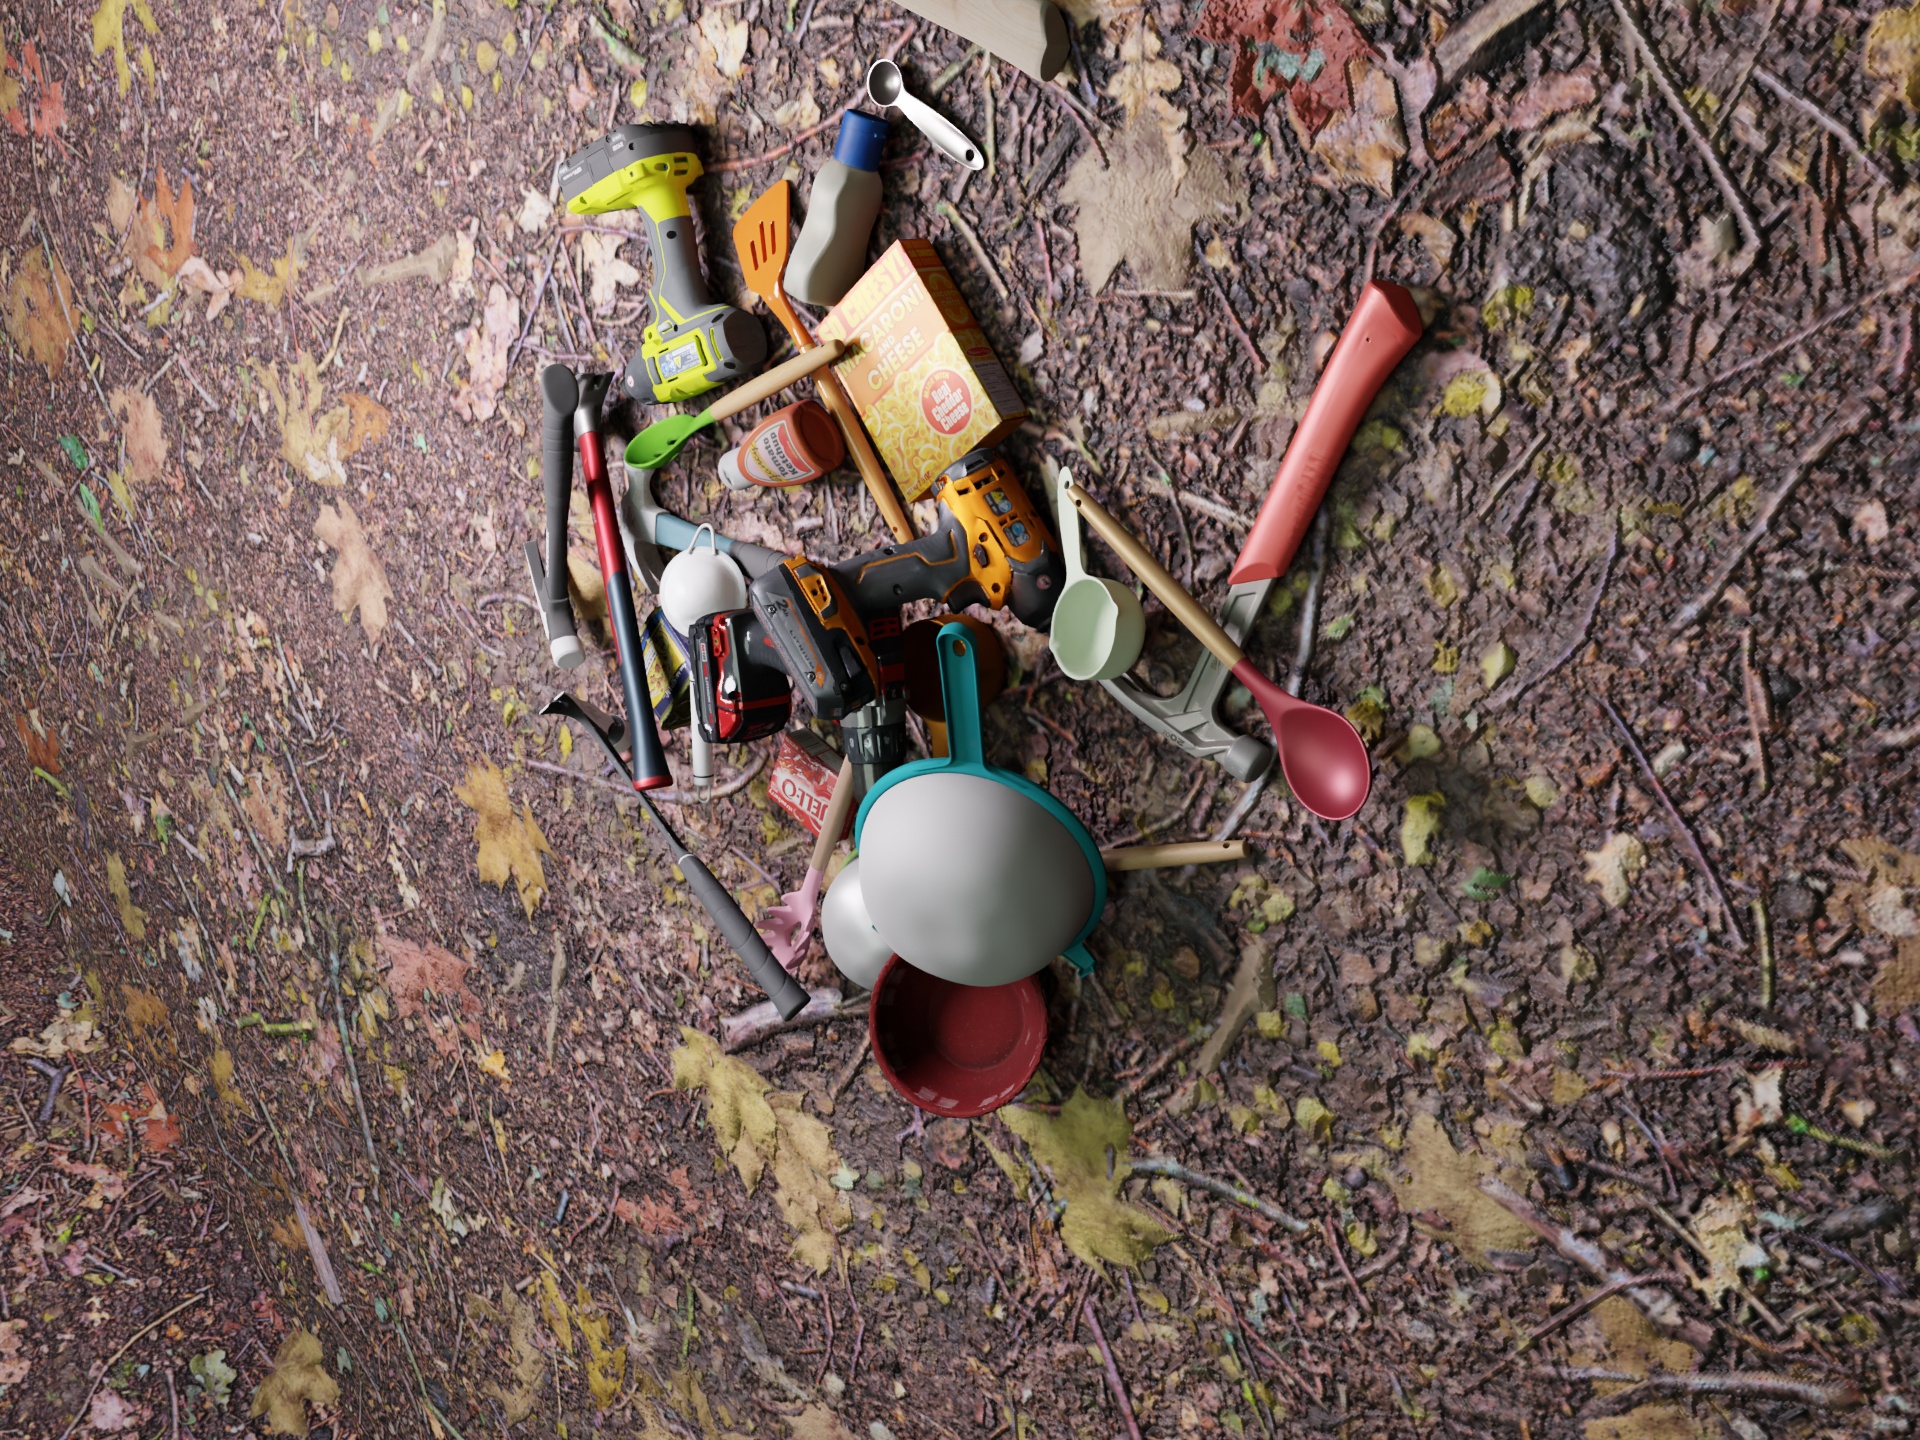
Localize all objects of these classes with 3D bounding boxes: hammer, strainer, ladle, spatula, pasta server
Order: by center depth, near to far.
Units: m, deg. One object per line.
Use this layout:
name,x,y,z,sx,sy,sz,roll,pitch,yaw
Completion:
hammer,0.212,-0.135,1.100,0.149,0.036,0.358,38,125,26
ladle,0.177,-0.057,1.114,0.316,0.031,0.069,50,128,20
strainer,-0.002,0.088,1.200,0.211,0.095,0.340,9,131,17
hammer,-0.081,-0.577,1.212,0.411,0.038,0.146,40,127,24
ladle,0.083,0.109,1.277,0.320,0.078,0.062,-9,139,38
spatula,-0.112,-0.295,1.339,0.081,0.041,0.322,-28,89,43
strainer,-0.075,0.138,1.410,0.152,0.069,0.256,16,115,37
pasta server,-0.127,0.112,1.429,0.060,0.040,0.316,47,130,35
hammer,-0.195,-0.148,1.449,0.331,0.033,0.128,22,116,34
strainer,-0.237,-0.048,1.451,0.087,0.050,0.258,4,104,18
hammer,-0.315,-0.127,1.473,0.143,0.038,0.386,148,111,-64
hammer,-0.263,0.121,1.496,0.036,0.149,0.409,-42,64,2
hammer,-0.382,-0.204,1.501,0.334,0.035,0.146,110,144,-53

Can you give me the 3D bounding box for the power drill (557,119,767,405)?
power drill,-0.270,-0.397,1.408,0.171,0.080,0.223,-9,100,42

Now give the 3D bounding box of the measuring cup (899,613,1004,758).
measuring cup,-0.002,-0.004,1.316,0.095,0.052,0.173,7,110,39

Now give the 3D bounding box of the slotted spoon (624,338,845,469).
slotted spoon,-0.198,-0.274,1.381,0.314,0.070,0.031,-13,131,48

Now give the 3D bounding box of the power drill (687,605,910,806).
power drill,-0.128,-0.014,1.347,0.227,0.080,0.188,2,101,45

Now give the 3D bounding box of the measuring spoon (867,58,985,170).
measuring spoon,-0.023,-0.461,1.217,0.124,0.018,0.034,44,128,13

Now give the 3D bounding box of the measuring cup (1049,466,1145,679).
measuring cup,0.099,-0.110,1.182,0.083,0.038,0.168,-28,62,52

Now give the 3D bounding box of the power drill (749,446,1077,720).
power drill,-0.028,-0.090,1.212,0.164,0.226,0.084,59,169,9
